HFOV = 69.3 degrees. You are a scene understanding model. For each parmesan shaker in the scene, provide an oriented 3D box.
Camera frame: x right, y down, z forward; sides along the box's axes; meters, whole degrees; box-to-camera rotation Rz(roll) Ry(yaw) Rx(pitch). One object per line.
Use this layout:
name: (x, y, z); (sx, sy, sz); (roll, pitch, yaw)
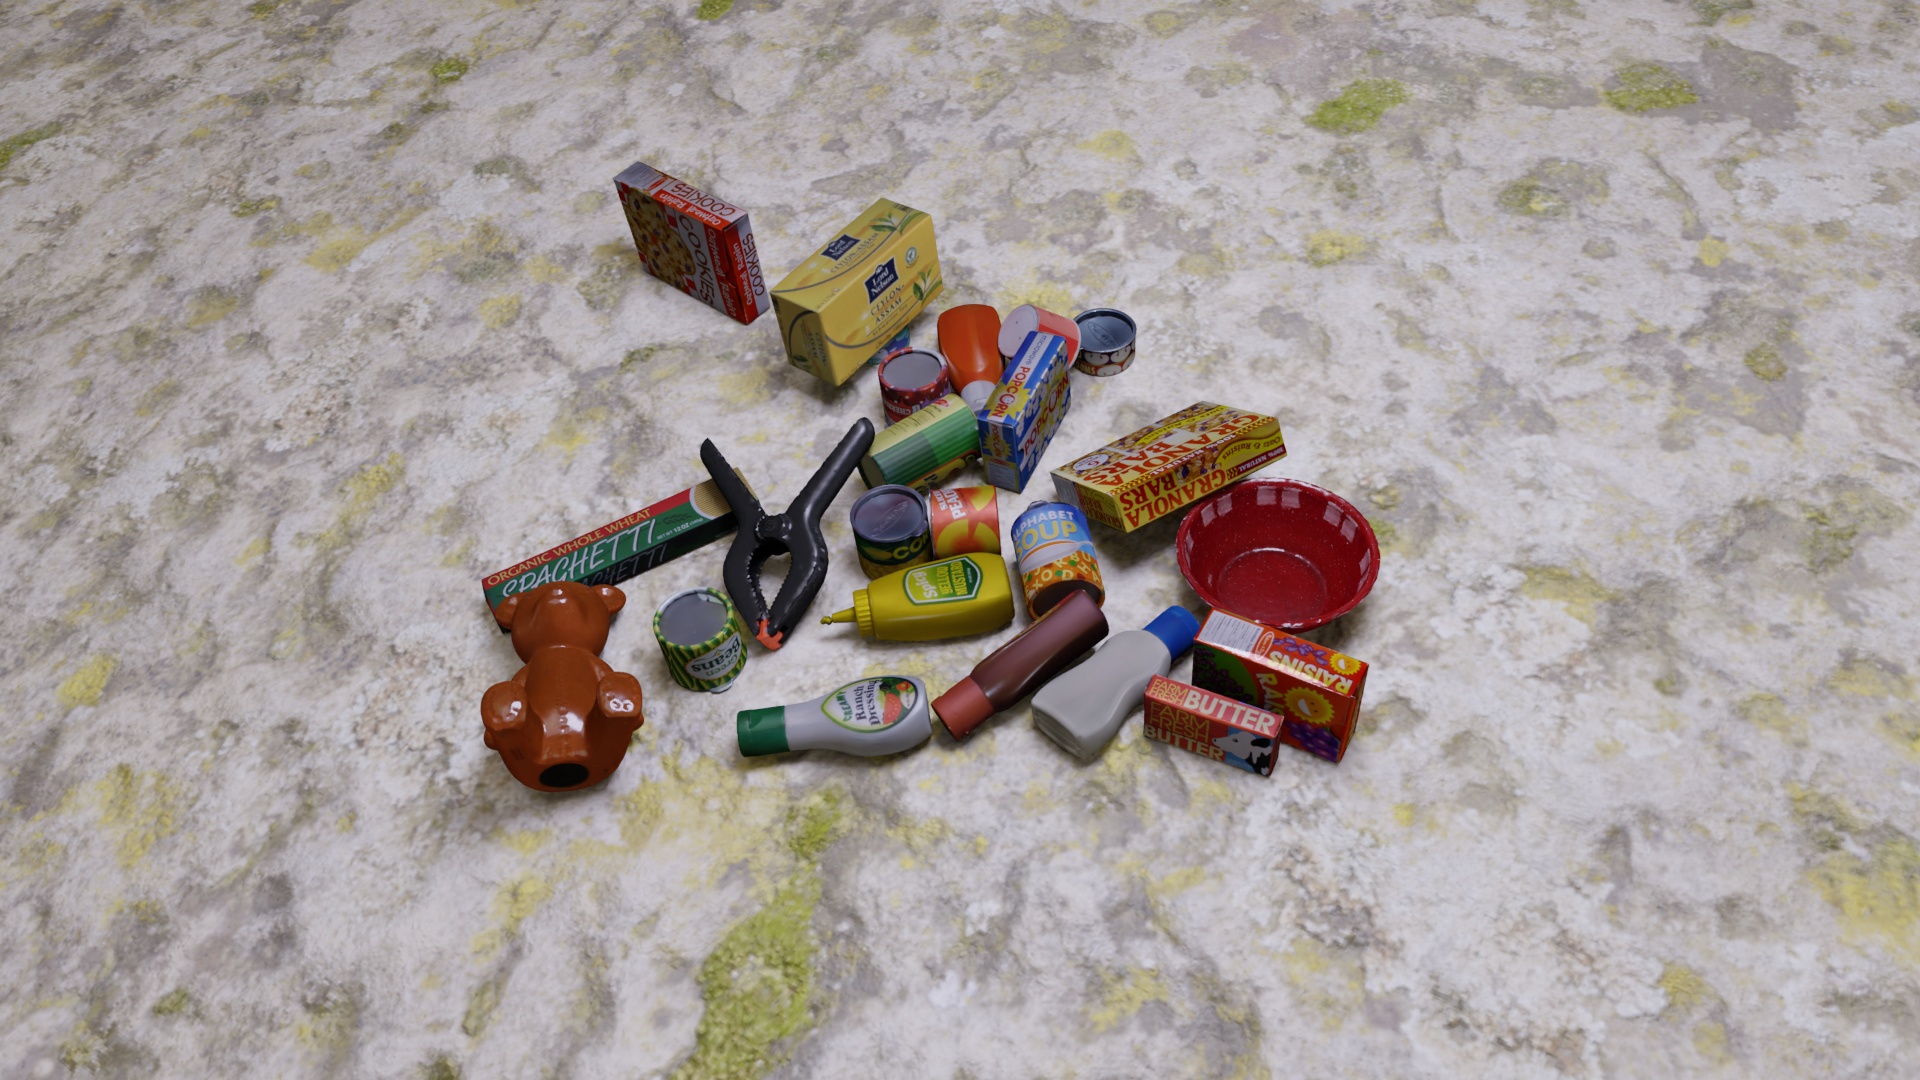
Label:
parmesan shaker: (-0.038, -0.081, 1.257); (0.103, 0.071, 0.071); (-31, 52, -19)

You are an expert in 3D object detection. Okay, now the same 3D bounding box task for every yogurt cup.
yogurt cup: (0.073, -0.191, 1.328); (0.072, 0.054, 0.072); (-24, 55, 41)

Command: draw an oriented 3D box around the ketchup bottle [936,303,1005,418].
ketchup bottle: (0.014, -0.166, 1.339); (0.065, 0.043, 0.149); (-8, 48, 0)

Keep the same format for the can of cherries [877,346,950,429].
can of cherries: (-0.044, -0.140, 1.313); (0.071, 0.058, 0.072); (-3, 48, 3)

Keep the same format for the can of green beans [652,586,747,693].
can of green beans: (-0.212, 0.080, 1.136); (0.071, 0.057, 0.071); (-3, 48, 4)

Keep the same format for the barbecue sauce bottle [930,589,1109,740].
barbecue sauce bottle: (0.046, 0.099, 1.086); (0.149, 0.064, 0.044); (-36, 75, -9)

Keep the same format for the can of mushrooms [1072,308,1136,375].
can of mushrooms: (0.137, -0.193, 1.357); (0.071, 0.033, 0.071); (-3, 49, 3)

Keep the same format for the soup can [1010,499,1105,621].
soup can: (0.079, 0.019, 1.150); (0.071, 0.071, 0.084); (-9, 48, -2)

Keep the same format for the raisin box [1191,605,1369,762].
raisin box: (0.237, 0.108, 1.043); (0.123, 0.085, 0.040); (21, 52, 23)

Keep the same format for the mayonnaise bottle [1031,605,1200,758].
mayonnaise bottle: (0.127, 0.106, 1.088); (0.149, 0.041, 0.065); (-35, 48, -25)

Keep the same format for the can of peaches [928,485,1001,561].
can of peaches: (0.004, -0.015, 1.188); (0.058, 0.071, 0.071); (-4, 48, 1)

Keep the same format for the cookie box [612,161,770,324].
cookie box: (-0.279, -0.309, 1.446); (0.168, 0.122, 0.040); (30, 59, 28)

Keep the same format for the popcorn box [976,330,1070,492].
popcorn box: (0.060, -0.119, 1.265); (0.038, 0.084, 0.127); (15, 52, 20)

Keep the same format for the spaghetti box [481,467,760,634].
spaghetti box: (-0.297, 0.007, 1.229); (0.251, 0.028, 0.050); (-25, 51, -16)

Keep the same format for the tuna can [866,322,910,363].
tuna can: (-0.086, -0.209, 1.396); (0.071, 0.032, 0.071); (-3, 48, 4)

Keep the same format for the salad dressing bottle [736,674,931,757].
salad dressing bottle: (-0.098, 0.141, 1.079); (0.148, 0.043, 0.064); (-8, 47, -1)

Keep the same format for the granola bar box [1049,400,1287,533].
granola bar box: (0.178, -0.066, 1.200); (0.166, 0.039, 0.124); (-25, 20, -15)

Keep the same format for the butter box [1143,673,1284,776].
butter box: (0.188, 0.139, 1.043); (0.103, 0.052, 0.024); (17, 51, 20)

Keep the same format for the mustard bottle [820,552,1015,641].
mustard bottle: (-0.037, 0.053, 1.147); (0.160, 0.048, 0.065); (-11, 47, -4)

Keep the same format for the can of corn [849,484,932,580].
can of corn: (-0.056, -0.003, 1.193); (0.071, 0.058, 0.071); (-3, 48, 4)
